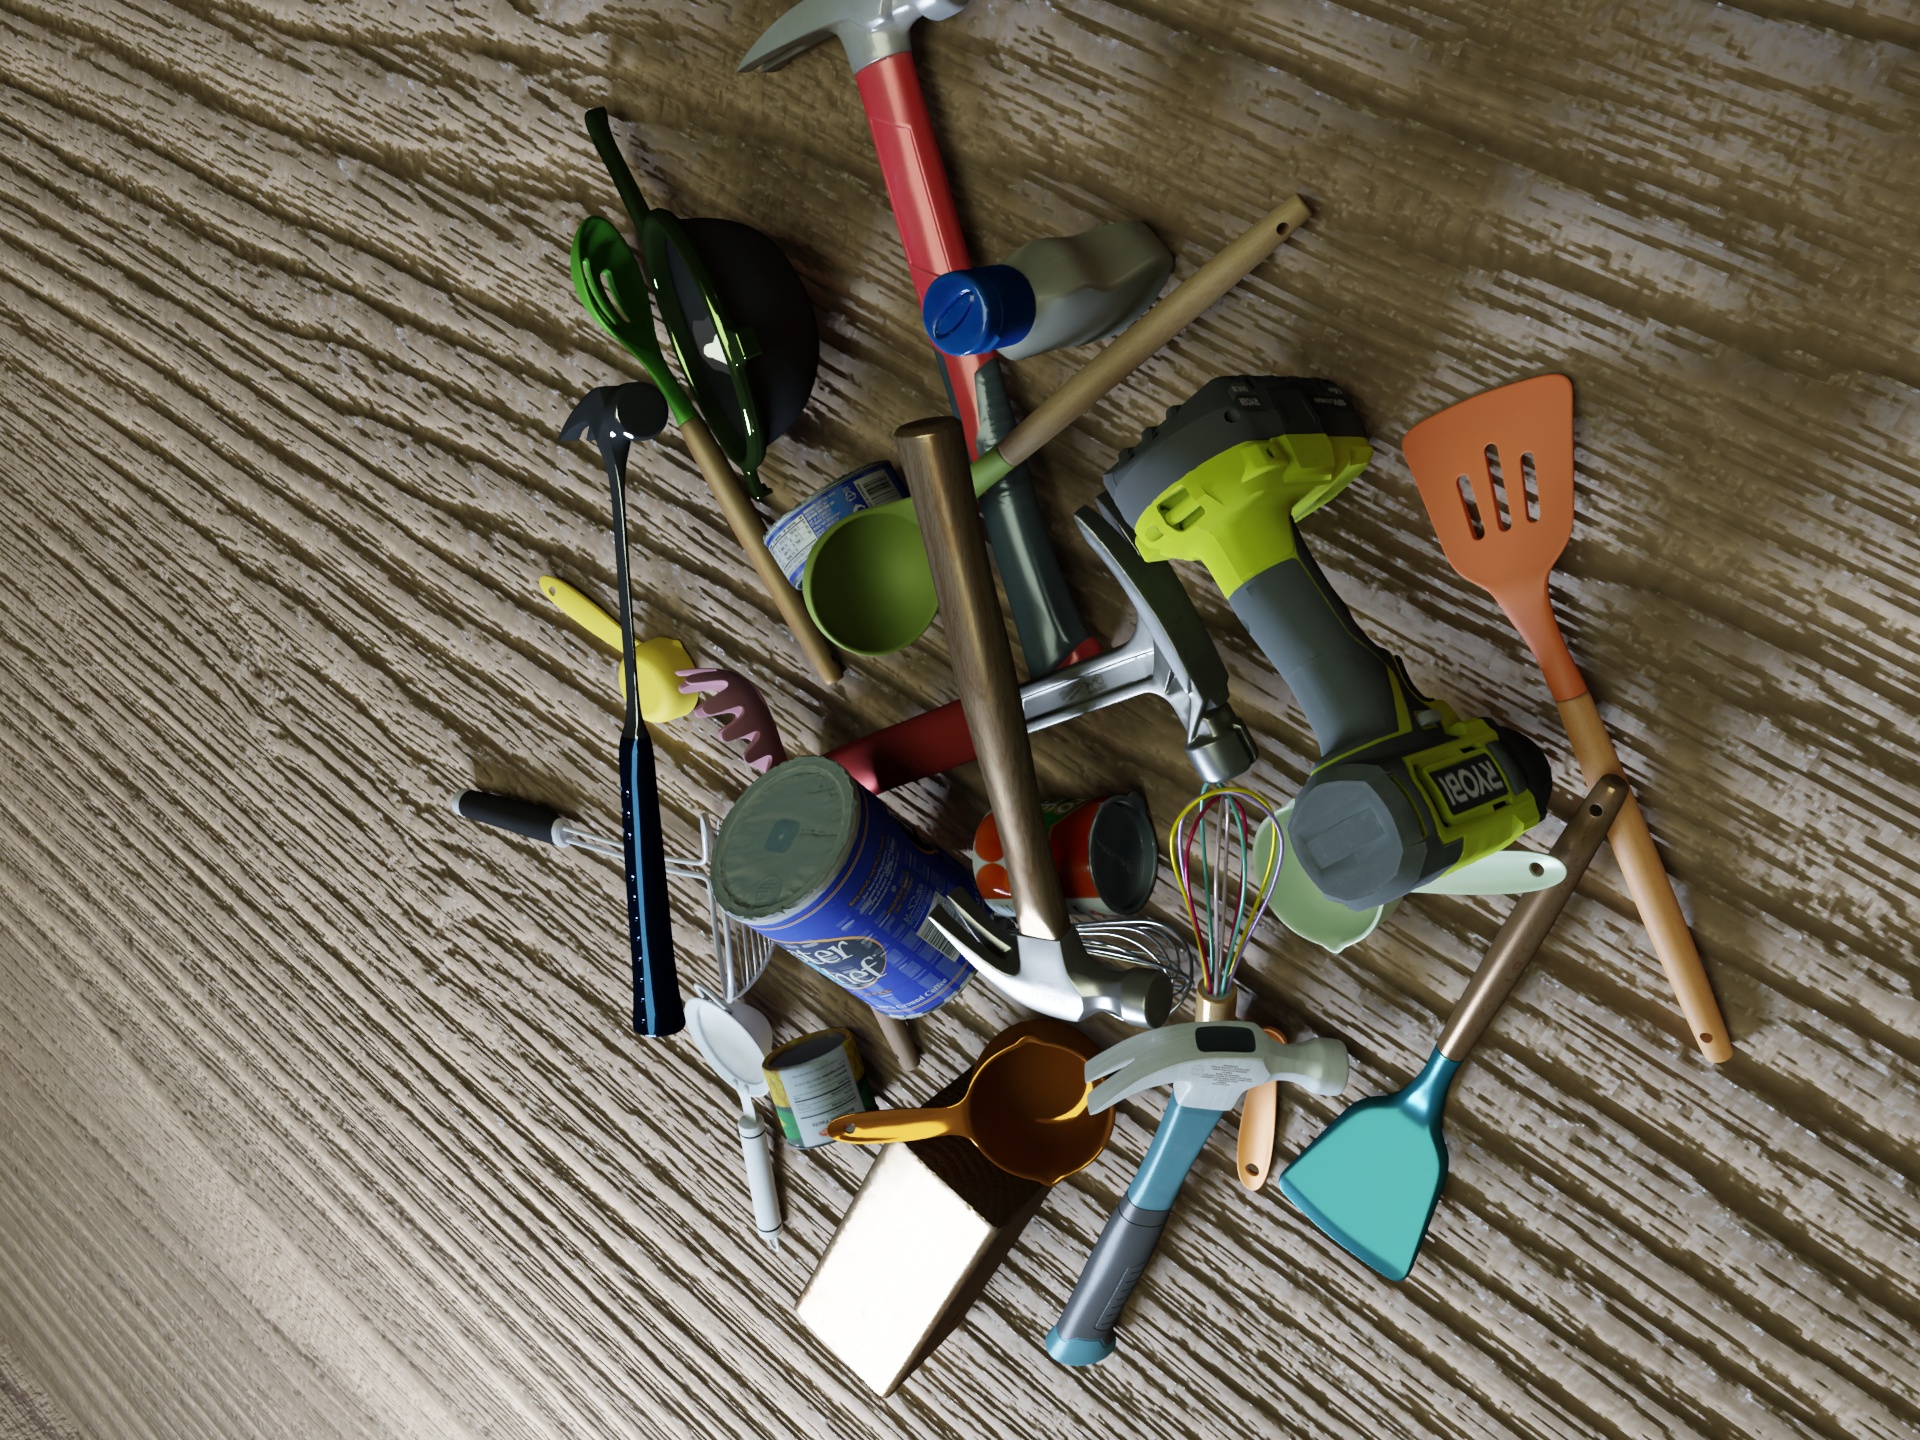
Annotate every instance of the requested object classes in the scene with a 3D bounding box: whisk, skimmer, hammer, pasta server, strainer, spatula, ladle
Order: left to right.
[{"bbox_3d":[-0.265,0.102,1.135,0.363,0.090,0.127,12,115,34],"label":"skimmer"},{"bbox_3d":[-0.205,-0.003,0.996,0.144,0.035,0.405,18,113,62],"label":"hammer"},{"bbox_3d":[-0.143,-0.266,0.915,0.257,0.069,0.151,62,166,21],"label":"strainer"},{"bbox_3d":[-0.153,0.287,1.159,0.087,0.050,0.258,17,123,39],"label":"strainer"},{"bbox_3d":[-0.093,0.099,0.994,0.060,0.040,0.316,30,146,61],"label":"pasta server"},{"bbox_3d":[-0.009,-0.195,0.853,0.143,0.038,0.386,-8,103,41],"label":"hammer"},{"bbox_3d":[-0.001,-0.003,0.884,0.359,0.037,0.149,-20,103,50],"label":"hammer"},{"bbox_3d":[0.018,0.008,0.811,0.130,0.031,0.331,3,117,37],"label":"hammer"},{"bbox_3d":[0.033,0.131,0.953,0.246,0.057,0.059,8,79,38],"label":"whisk"},{"bbox_3d":[0.043,-0.141,0.782,0.320,0.062,0.078,-37,122,27],"label":"ladle"},{"bbox_3d":[0.108,0.285,0.926,0.128,0.033,0.330,9,130,-8],"label":"hammer"},{"bbox_3d":[0.133,0.126,0.842,0.051,0.047,0.244,44,148,43],"label":"whisk"},{"bbox_3d":[0.247,0.151,0.779,0.082,0.044,0.317,36,133,26],"label":"spatula"},{"bbox_3d":[0.287,0.007,0.717,0.081,0.041,0.322,-18,100,42],"label":"spatula"}]

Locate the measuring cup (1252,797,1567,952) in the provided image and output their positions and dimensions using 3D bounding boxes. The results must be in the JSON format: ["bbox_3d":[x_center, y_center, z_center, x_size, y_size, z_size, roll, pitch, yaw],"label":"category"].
[{"bbox_3d":[0.220,0.068,0.770,0.167,0.038,0.083,-7,103,47],"label":"measuring cup"}]

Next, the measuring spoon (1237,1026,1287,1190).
[{"bbox_3d":[0.171,0.220,0.902,0.021,0.011,0.116,17,121,27],"label":"measuring spoon"}]

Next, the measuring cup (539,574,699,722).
[{"bbox_3d":[-0.245,-0.053,1.096,0.157,0.029,0.062,36,126,19],"label":"measuring cup"}]

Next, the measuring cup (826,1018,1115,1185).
[{"bbox_3d":[0.008,0.229,0.957,0.173,0.052,0.095,-8,101,9],"label":"measuring cup"}]

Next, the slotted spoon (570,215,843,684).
[{"bbox_3d":[-0.154,-0.160,0.972,0.031,0.070,0.313,-26,97,25],"label":"slotted spoon"}]

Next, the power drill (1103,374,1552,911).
[{"bbox_3d":[0.170,-0.037,0.699,0.080,0.171,0.223,-38,72,41],"label":"power drill"}]
